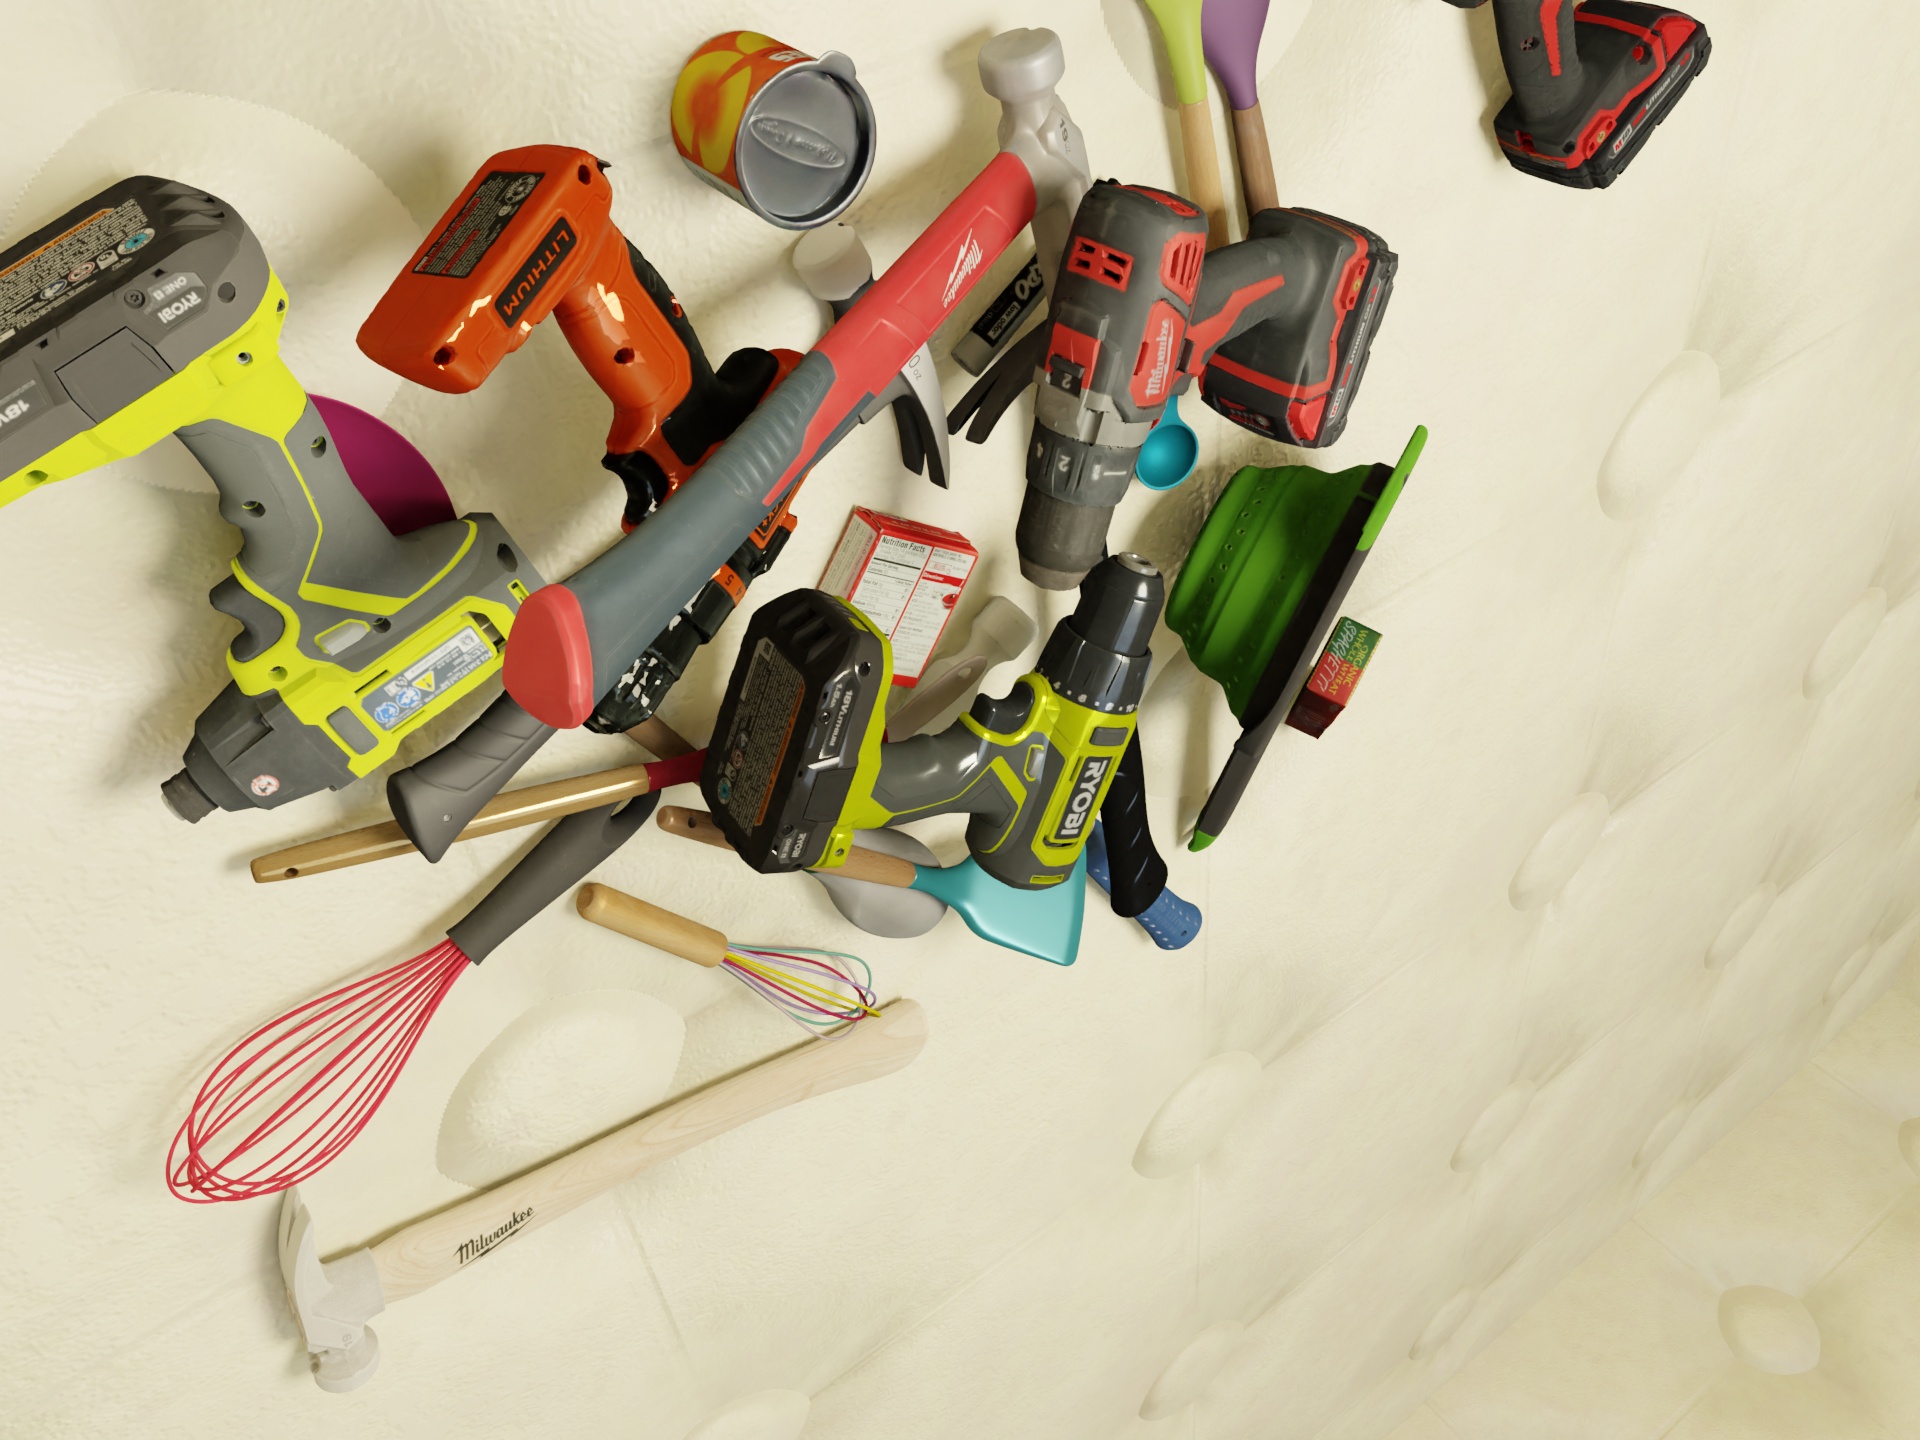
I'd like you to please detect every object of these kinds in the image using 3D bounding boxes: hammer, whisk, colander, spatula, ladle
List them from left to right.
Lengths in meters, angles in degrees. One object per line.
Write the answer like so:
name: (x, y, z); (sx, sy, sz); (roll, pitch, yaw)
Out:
whisk: (-0.260, 0.126, 0.781); (0.296, 0.073, 0.073); (-43, 141, -17)
ladle: (-0.179, 0.036, 0.779); (0.315, 0.031, 0.069); (-13, 128, -30)
hammer: (-0.193, 0.251, 0.956); (0.410, 0.038, 0.146); (-20, 131, -31)
hammer: (-0.134, -0.065, 0.738); (0.335, 0.035, 0.146); (-48, 140, -10)
whisk: (-0.125, 0.139, 0.925); (0.051, 0.047, 0.244); (-51, 137, 4)
hammer: (-0.045, -0.128, 0.652); (0.386, 0.038, 0.143); (-55, 144, -32)
spatula: (-0.039, 0.081, 0.893); (0.317, 0.044, 0.082); (19, 73, -48)
hammer: (0.070, 0.073, 1.058); (0.144, 0.035, 0.405); (-48, 141, -2)
hammer: (0.081, -0.042, 0.923); (0.149, 0.036, 0.408); (-34, 131, -28)
ladle: (0.125, -0.287, 0.807); (0.078, 0.062, 0.319); (-17, 141, 4)
colander: (0.175, -0.040, 1.028); (0.205, 0.094, 0.396); (-55, 168, -34)
spatula: (0.157, -0.308, 0.848); (0.060, 0.018, 0.315); (-32, 138, -6)

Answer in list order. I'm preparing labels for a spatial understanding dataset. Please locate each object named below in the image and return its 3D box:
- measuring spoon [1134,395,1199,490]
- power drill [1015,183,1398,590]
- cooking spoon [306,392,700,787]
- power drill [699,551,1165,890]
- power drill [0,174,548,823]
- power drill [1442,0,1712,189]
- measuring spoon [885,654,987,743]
measuring spoon: (0.111, -0.193, 0.903); (0.042, 0.021, 0.128); (-18, 123, -16)
power drill: (0.113, -0.167, 0.788); (0.226, 0.080, 0.187); (-20, 133, -47)
cooking spoon: (-0.203, -0.041, 0.728); (0.069, 0.017, 0.318); (-45, 140, -1)
power drill: (-0.001, -0.003, 0.810); (0.228, 0.080, 0.190); (2, 119, -39)
power drill: (-0.271, -0.065, 0.587); (0.171, 0.080, 0.223); (-37, 139, -10)
power drill: (0.337, -0.416, 0.888); (0.143, 0.079, 0.219); (-53, 138, 3)
measuring spoon: (-0.035, -0.002, 0.891); (0.124, 0.018, 0.034); (-38, 138, 15)
